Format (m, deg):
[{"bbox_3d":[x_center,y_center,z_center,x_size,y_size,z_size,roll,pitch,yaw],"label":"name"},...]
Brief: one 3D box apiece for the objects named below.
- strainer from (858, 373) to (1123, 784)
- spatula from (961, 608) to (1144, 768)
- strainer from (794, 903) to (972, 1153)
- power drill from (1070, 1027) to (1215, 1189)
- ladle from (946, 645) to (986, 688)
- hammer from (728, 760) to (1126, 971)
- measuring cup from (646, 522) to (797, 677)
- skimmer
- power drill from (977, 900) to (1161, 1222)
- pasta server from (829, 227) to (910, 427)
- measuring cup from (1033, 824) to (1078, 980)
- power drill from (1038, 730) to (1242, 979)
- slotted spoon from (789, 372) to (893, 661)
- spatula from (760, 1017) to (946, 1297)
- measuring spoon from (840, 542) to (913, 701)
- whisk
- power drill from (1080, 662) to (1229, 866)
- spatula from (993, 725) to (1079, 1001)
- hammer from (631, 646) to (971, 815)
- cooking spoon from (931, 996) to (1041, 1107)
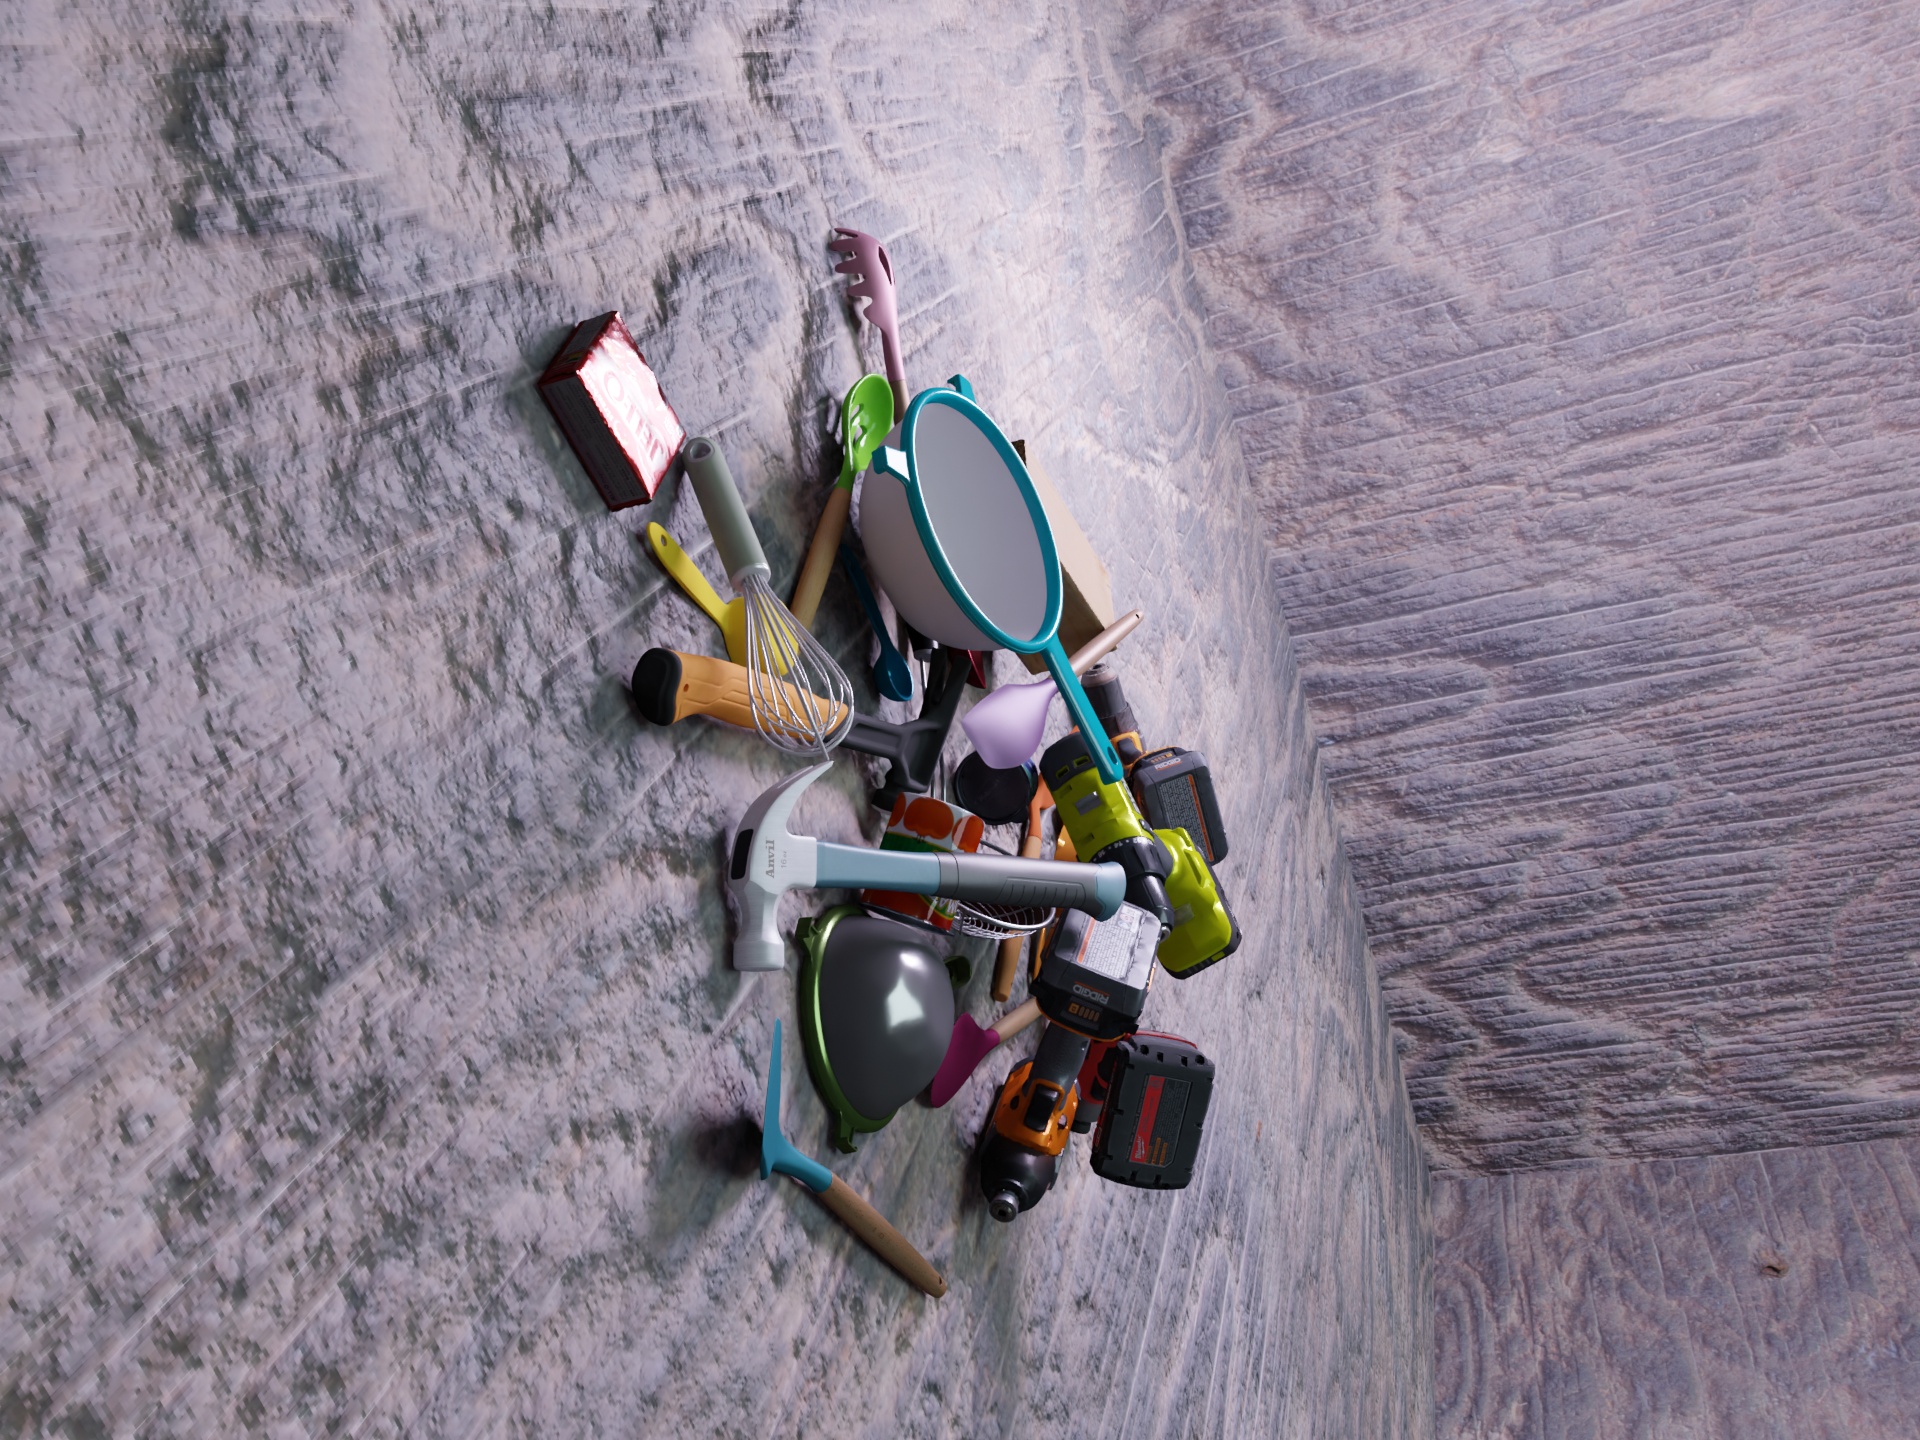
[{"bbox_3d":[0.016,-0.084,1.224,0.340,0.095,0.211,61,29,-18],"label":"strainer"},{"bbox_3d":[0.087,-0.035,1.324,0.060,0.018,0.316,56,37,-4],"label":"spatula"},{"bbox_3d":[-0.023,0.191,1.099,0.256,0.069,0.151,-5,84,-68],"label":"strainer"},{"bbox_3d":[0.133,0.304,1.332,0.220,0.078,0.143,-150,-107,-79],"label":"power drill"},{"bbox_3d":[0.030,-0.109,1.471,0.315,0.031,0.069,-64,137,-62],"label":"ladle"},{"bbox_3d":[-0.009,0.103,1.044,0.330,0.033,0.128,10,73,-42],"label":"hammer"},{"bbox_3d":[-0.144,-0.077,0.982,0.156,0.029,0.062,53,32,-54],"label":"measuring cup"},{"bbox_3d":[-0.002,-0.004,1.234,0.127,0.090,0.363,9,65,-38],"label":"skimmer"},{"bbox_3d":[0.073,0.258,1.187,0.164,0.084,0.226,-58,168,-62],"label":"power drill"},{"bbox_3d":[-0.055,-0.255,1.329,0.060,0.040,0.316,-27,108,-69],"label":"pasta server"},{"bbox_3d":[0.104,0.175,1.444,0.095,0.052,0.174,88,14,-51],"label":"measuring cup"},{"bbox_3d":[0.157,0.132,1.337,0.228,0.080,0.191,45,18,-51],"label":"power drill"},{"bbox_3d":[-0.093,-0.151,1.165,0.314,0.031,0.070,-78,159,-44],"label":"slotted spoon"},{"bbox_3d":[-0.064,0.293,0.974,0.317,0.044,0.082,58,25,-45],"label":"spatula"},{"bbox_3d":[-0.071,-0.072,1.205,0.128,0.021,0.042,67,22,-3],"label":"measuring spoon"},{"bbox_3d":[-0.121,-0.077,0.938,0.059,0.058,0.247,77,-10,-59],"label":"whisk"},{"bbox_3d":[0.186,0.047,1.627,0.226,0.084,0.185,-131,-157,-71],"label":"power drill"},{"bbox_3d":[0.071,0.126,1.426,0.323,0.041,0.081,-74,168,-49],"label":"spatula"},{"bbox_3d":[-0.094,-0.010,1.022,0.336,0.034,0.127,17,94,-63],"label":"hammer"},{"bbox_3d":[0.032,0.249,1.273,0.319,0.017,0.069,-3,105,-72],"label":"cooking spoon"}]
